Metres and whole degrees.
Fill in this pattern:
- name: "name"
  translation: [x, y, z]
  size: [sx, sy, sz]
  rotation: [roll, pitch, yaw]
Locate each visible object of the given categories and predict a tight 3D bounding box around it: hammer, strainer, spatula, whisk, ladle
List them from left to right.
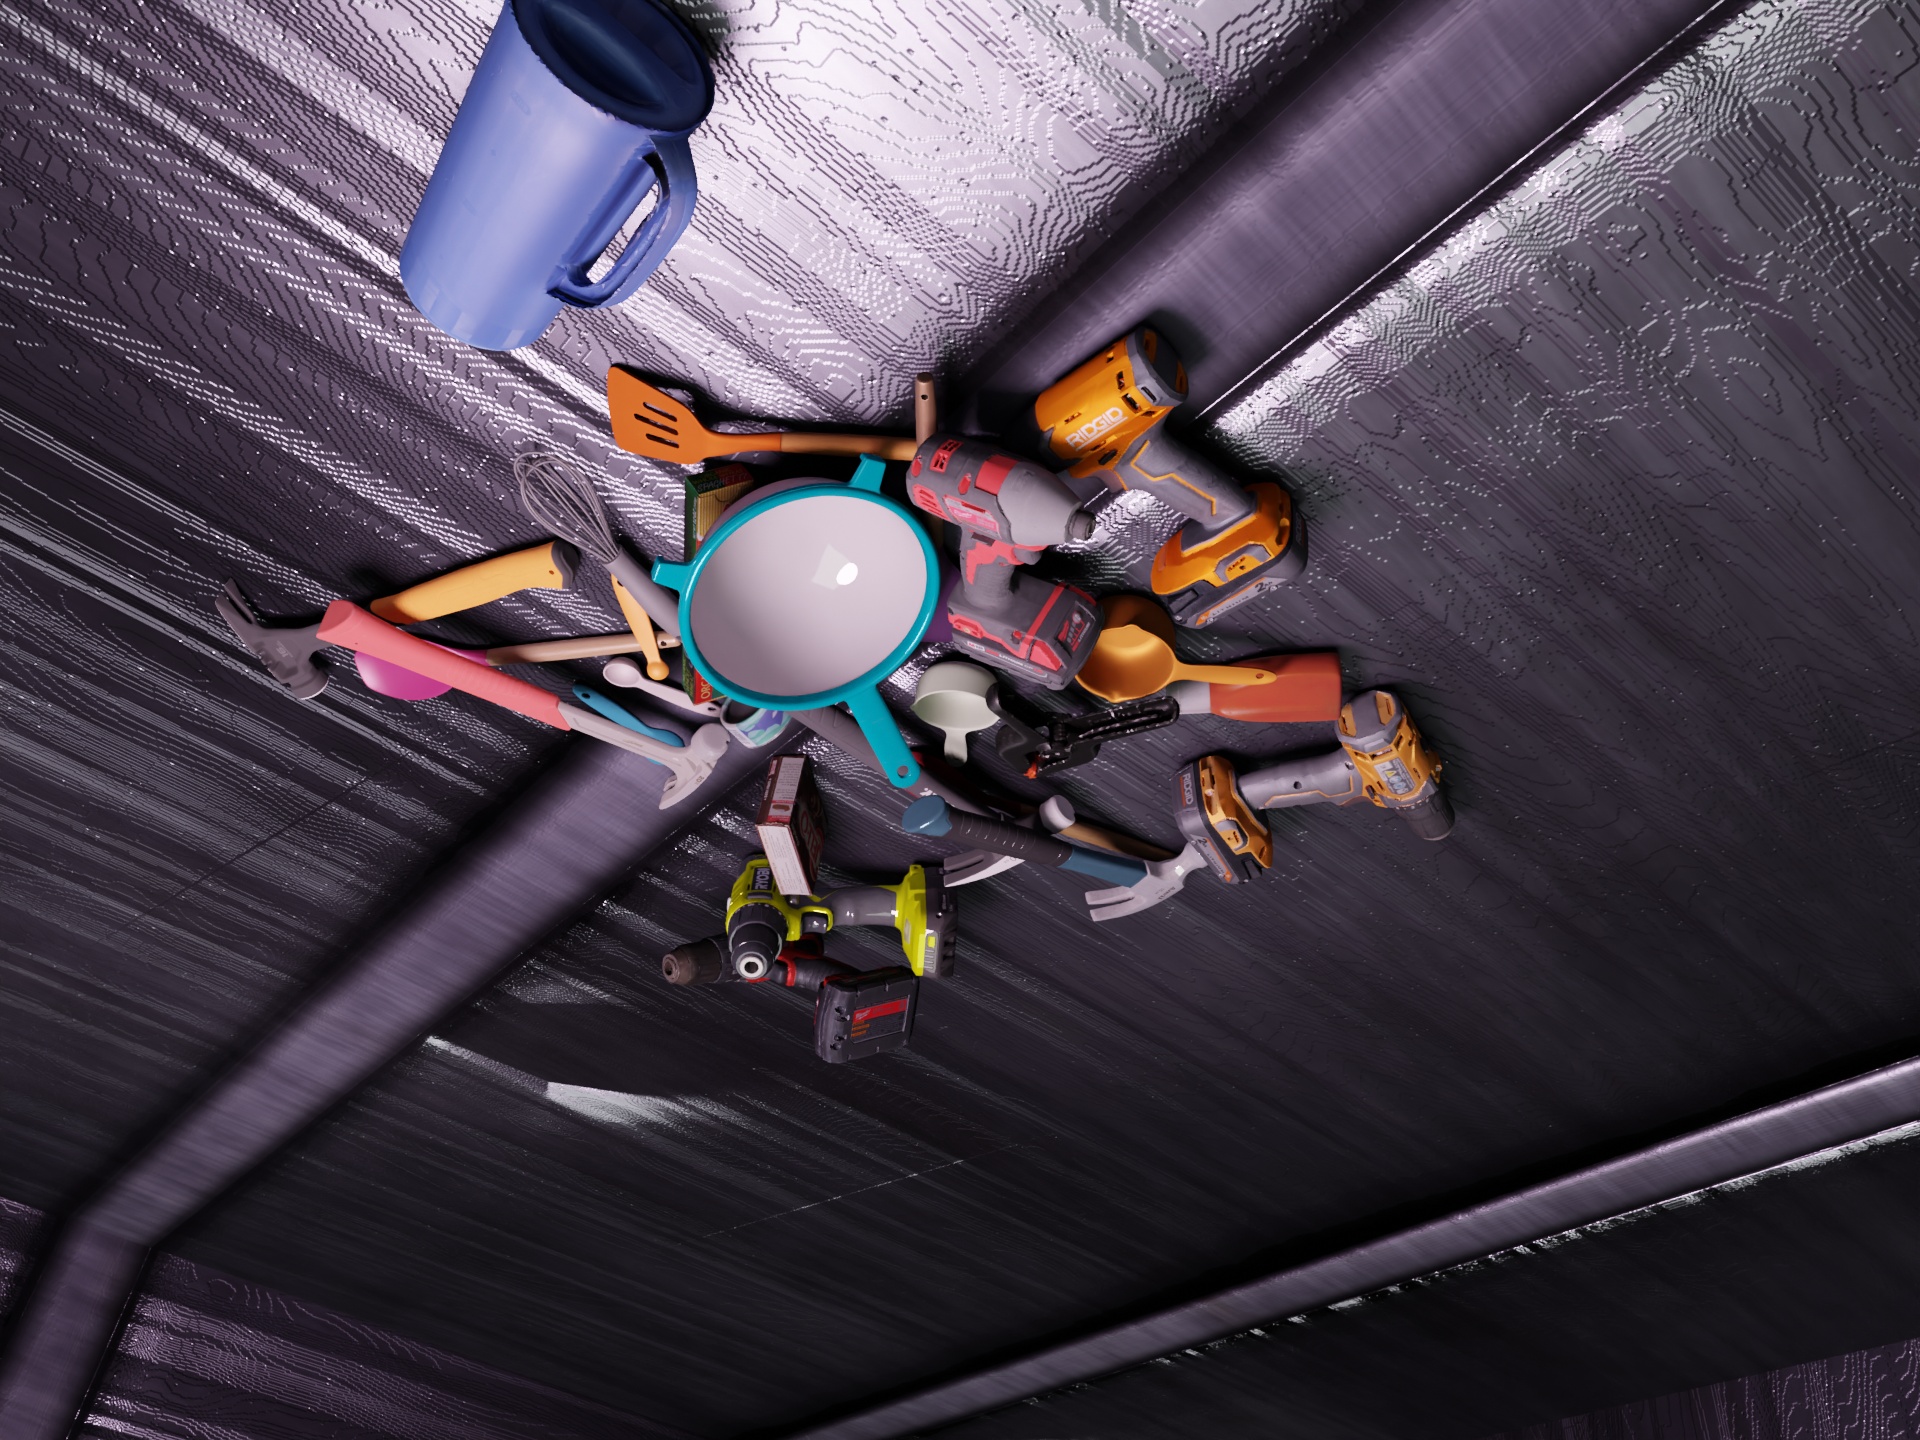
- name: "hammer"
  translation: [-0.485, -0.106, 1.389]
  size: [0.337, 0.034, 0.127]
  rotation: [-13, 131, 19]
- name: "hammer"
  translation: [-0.394, -0.017, 1.426]
  size: [0.358, 0.037, 0.149]
  rotation: [23, 147, -22]
- name: "whisk"
  translation: [-0.287, -0.139, 1.326]
  size: [0.055, 0.055, 0.238]
  rotation: [-16, 138, 23]
- name: "spatula"
  translation: [-0.113, -0.220, 1.227]
  size: [0.322, 0.041, 0.081]
  rotation: [3, 139, -2]
- name: "strainer"
  translation: [-0.109, -0.076, 1.317]
  size: [0.211, 0.095, 0.340]
  rotation: [-27, 135, -1]
- name: "hammer"
  translation: [-0.059, 0.046, 1.455]
  size: [0.146, 0.035, 0.334]
  rotation: [-36, 126, 29]
- name: "spatula"
  translation: [-0.020, -0.157, 1.265]
  size: [0.060, 0.018, 0.315]
  rotation: [0, 146, 2]
- name: "ladle"
  translation: [0.079, 0.095, 1.551]
  size: [0.315, 0.031, 0.069]
  rotation: [19, 149, -16]
- name: "hammer"
  translation: [0.086, 0.122, 1.487]
  size: [0.330, 0.033, 0.128]
  rotation: [18, 131, -37]

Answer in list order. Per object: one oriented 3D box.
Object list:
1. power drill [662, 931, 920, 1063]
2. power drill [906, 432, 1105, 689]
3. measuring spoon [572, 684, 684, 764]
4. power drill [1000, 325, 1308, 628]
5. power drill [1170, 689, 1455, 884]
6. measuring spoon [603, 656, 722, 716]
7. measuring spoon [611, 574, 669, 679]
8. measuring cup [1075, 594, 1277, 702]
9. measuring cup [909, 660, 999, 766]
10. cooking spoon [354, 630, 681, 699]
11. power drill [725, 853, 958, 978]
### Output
- name: "power drill"
  translation: [-0.173, 0.265, 1.616]
  size: [0.187, 0.080, 0.227]
  rotation: [-4, -163, -45]
- name: "power drill"
  translation: [0.045, -0.121, 1.214]
  size: [0.143, 0.078, 0.219]
  rotation: [22, 156, 22]
- name: "measuring spoon"
  translation: [-0.317, 0.007, 1.505]
  size: [0.042, 0.021, 0.128]
  rotation: [-28, 130, 33]
- name: "power drill"
  translation: [0.141, -0.174, 1.204]
  size: [0.164, 0.084, 0.226]
  rotation: [-28, 124, 34]
- name: "power drill"
  translation: [0.331, 0.075, 1.460]
  size: [0.226, 0.084, 0.185]
  rotation: [-23, 132, 23]
- name: "measuring spoon"
  translation: [-0.270, -0.031, 1.467]
  size: [0.124, 0.018, 0.034]
  rotation: [24, 140, -28]
- name: "measuring spoon"
  translation: [-0.282, -0.083, 1.391]
  size: [0.021, 0.011, 0.116]
  rotation: [-8, 123, 13]
- name: "measuring cup"
  translation: [0.180, -0.061, 1.345]
  size: [0.173, 0.052, 0.095]
  rotation: [6, 139, -2]
- name: "measuring cup"
  translation: [-0.002, -0.005, 1.451]
  size: [0.083, 0.038, 0.167]
  rotation: [5, 155, 2]
- name: "cooking spoon"
  translation: [-0.404, -0.060, 1.445]
  size: [0.319, 0.017, 0.068]
  rotation: [-5, 122, 12]
- name: "power drill"
  translation: [-0.120, 0.202, 1.581]
  size: [0.228, 0.191, 0.080]
  rotation: [3, 111, -4]
